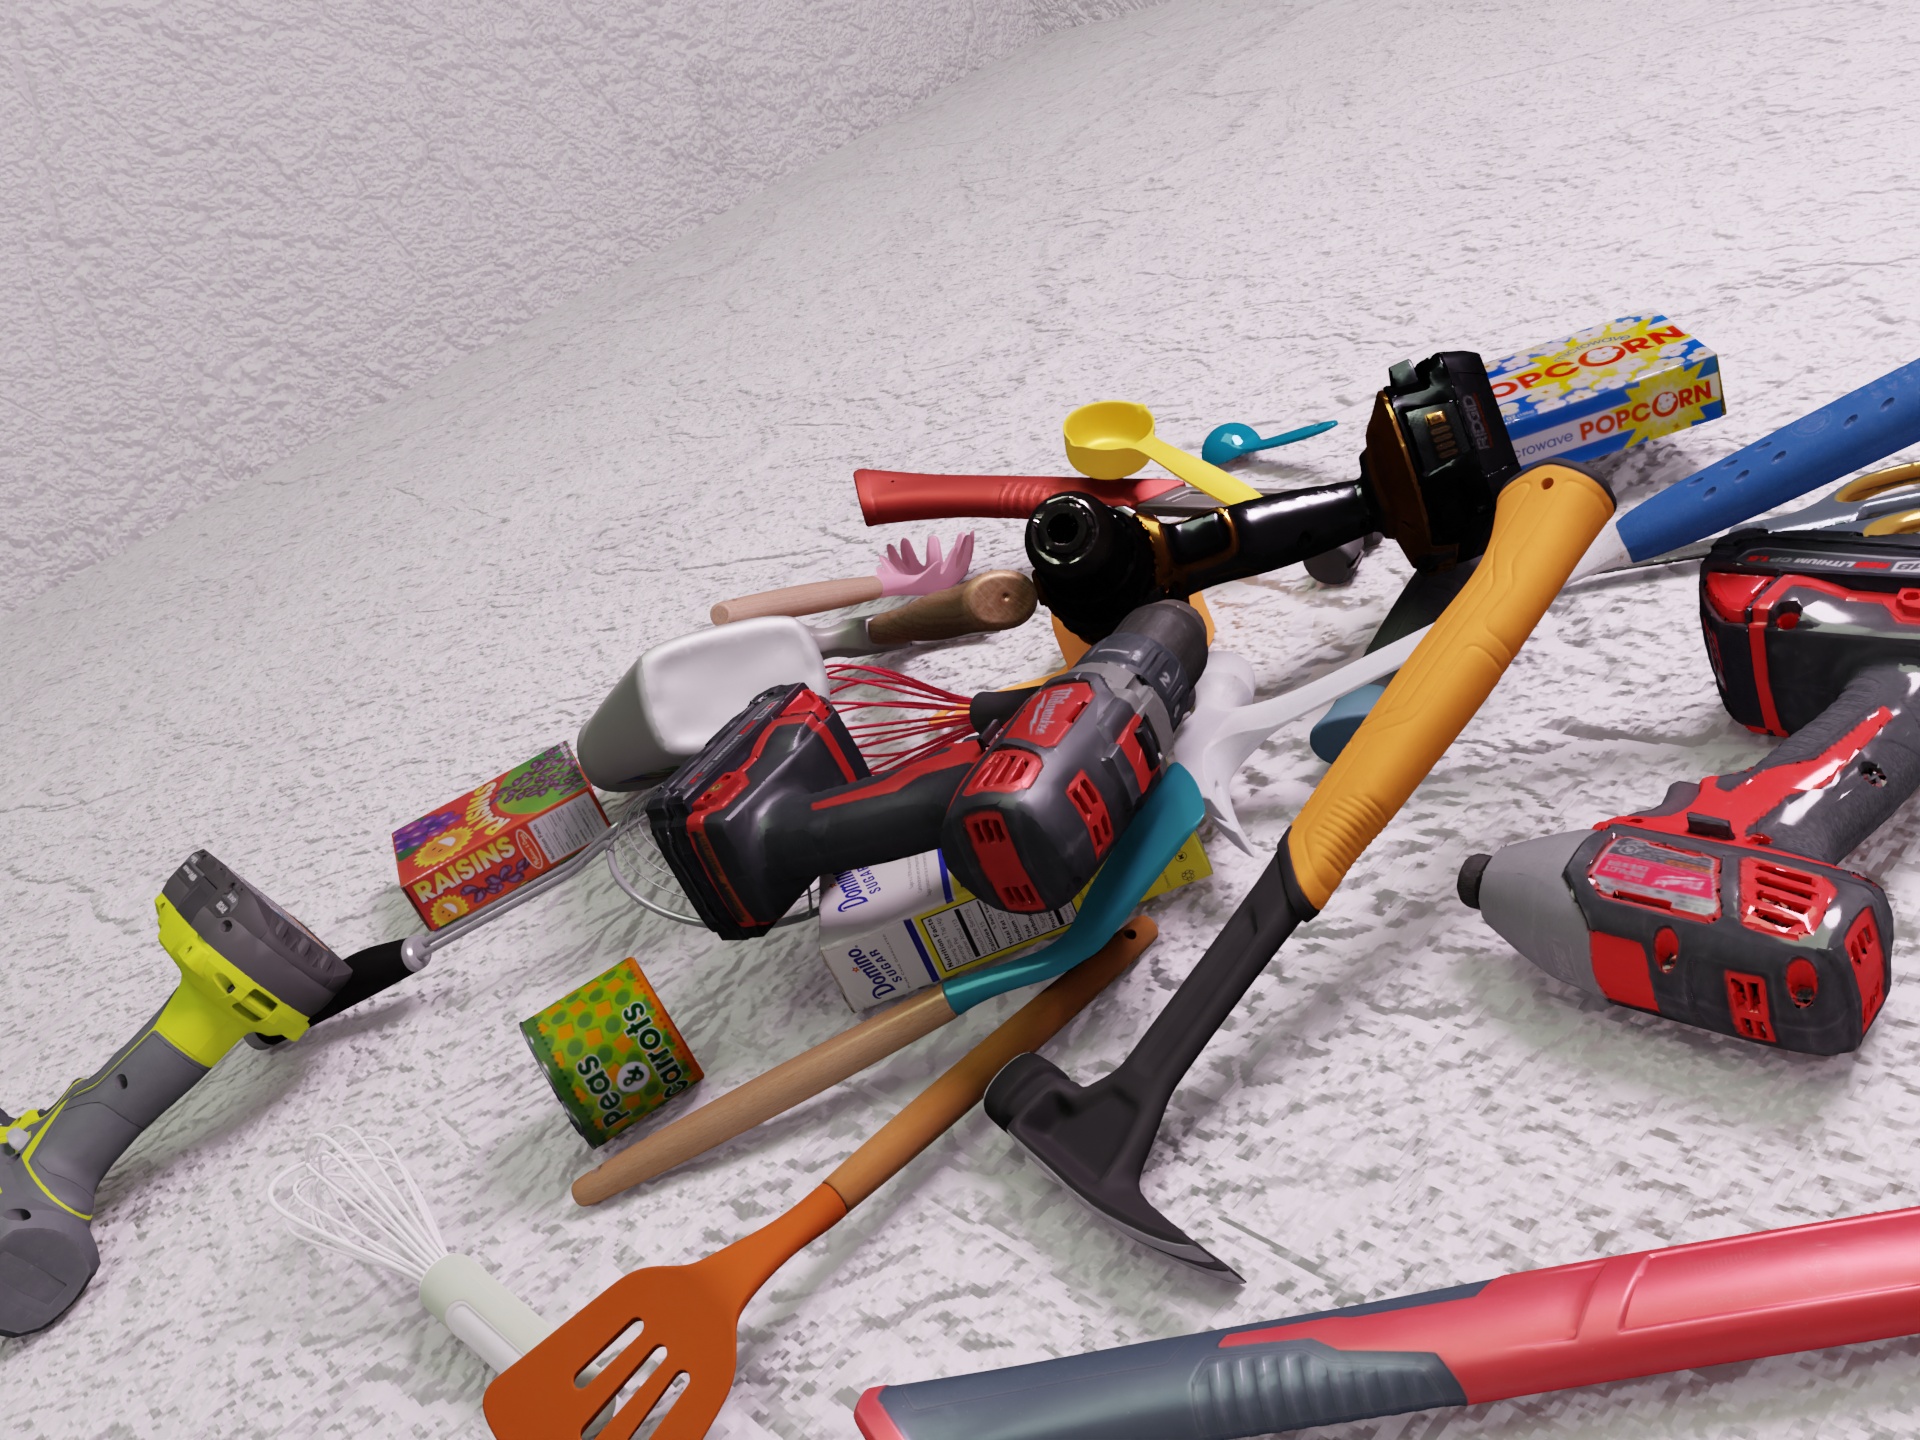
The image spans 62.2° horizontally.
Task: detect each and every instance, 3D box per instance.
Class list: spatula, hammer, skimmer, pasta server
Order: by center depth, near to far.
[{"bbox_3d":[0.153,0.170,0.471,0.386,0.038,0.143,-16,28,15],"label":"hammer"},{"bbox_3d":[0.145,0.040,0.588,0.337,0.034,0.127,-53,34,-8],"label":"hammer"},{"bbox_3d":[-0.031,0.172,0.612,0.081,0.041,0.322,36,53,28],"label":"spatula"},{"bbox_3d":[0.263,-0.064,0.650,0.405,0.035,0.144,-28,21,27],"label":"hammer"},{"bbox_3d":[-0.032,0.119,0.665,0.317,0.044,0.082,-29,12,6],"label":"spatula"},{"bbox_3d":[0.262,-0.085,0.835,0.128,0.033,0.331,1,37,38],"label":"hammer"},{"bbox_3d":[-0.230,0.123,0.859,0.363,0.090,0.127,-27,22,17],"label":"skimmer"},{"bbox_3d":[-0.015,-0.056,0.871,0.130,0.031,0.331,-12,3,-13],"label":"hammer"},{"bbox_3d":[-0.066,-0.086,0.968,0.060,0.040,0.316,-4,8,23],"label":"pasta server"},{"bbox_3d":[0.094,-0.145,1.009,0.359,0.036,0.149,6,39,28],"label":"hammer"}]

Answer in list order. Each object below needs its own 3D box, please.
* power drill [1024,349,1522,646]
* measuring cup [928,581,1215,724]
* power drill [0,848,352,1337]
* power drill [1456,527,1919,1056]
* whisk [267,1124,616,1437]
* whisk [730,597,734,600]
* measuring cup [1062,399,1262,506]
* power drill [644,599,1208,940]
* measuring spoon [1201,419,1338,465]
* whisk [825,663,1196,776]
[{"bbox_3d":[0.142,-0.096,0.750,0.226,0.084,0.185,-18,-11,14],"label":"power drill"},{"bbox_3d":[0.056,-0.046,0.904,0.173,0.052,0.095,-20,28,3],"label":"measuring cup"},{"bbox_3d":[-0.447,0.184,0.838,0.191,0.080,0.228,17,62,50],"label":"power drill"},{"bbox_3d":[0.291,0.021,0.588,0.143,0.078,0.220,11,46,48],"label":"power drill"},{"bbox_3d":[-0.215,0.227,0.651,0.059,0.058,0.246,-8,15,-44],"label":"whisk"},{"bbox_3d":[-0.129,-0.011,0.997,0.047,0.051,0.245,-3,31,-10],"label":"whisk"},{"bbox_3d":[0.125,-0.148,0.957,0.062,0.029,0.157,-33,50,-26],"label":"measuring cup"},{"bbox_3d":[-0.006,0.016,0.704,0.227,0.080,0.188,-10,26,37],"label":"power drill"},{"bbox_3d":[0.201,-0.192,1.047,0.042,0.021,0.129,-34,15,-23],"label":"measuring spoon"},{"bbox_3d":[-0.001,-0.003,0.834,0.296,0.073,0.073,-6,32,43],"label":"whisk"}]
